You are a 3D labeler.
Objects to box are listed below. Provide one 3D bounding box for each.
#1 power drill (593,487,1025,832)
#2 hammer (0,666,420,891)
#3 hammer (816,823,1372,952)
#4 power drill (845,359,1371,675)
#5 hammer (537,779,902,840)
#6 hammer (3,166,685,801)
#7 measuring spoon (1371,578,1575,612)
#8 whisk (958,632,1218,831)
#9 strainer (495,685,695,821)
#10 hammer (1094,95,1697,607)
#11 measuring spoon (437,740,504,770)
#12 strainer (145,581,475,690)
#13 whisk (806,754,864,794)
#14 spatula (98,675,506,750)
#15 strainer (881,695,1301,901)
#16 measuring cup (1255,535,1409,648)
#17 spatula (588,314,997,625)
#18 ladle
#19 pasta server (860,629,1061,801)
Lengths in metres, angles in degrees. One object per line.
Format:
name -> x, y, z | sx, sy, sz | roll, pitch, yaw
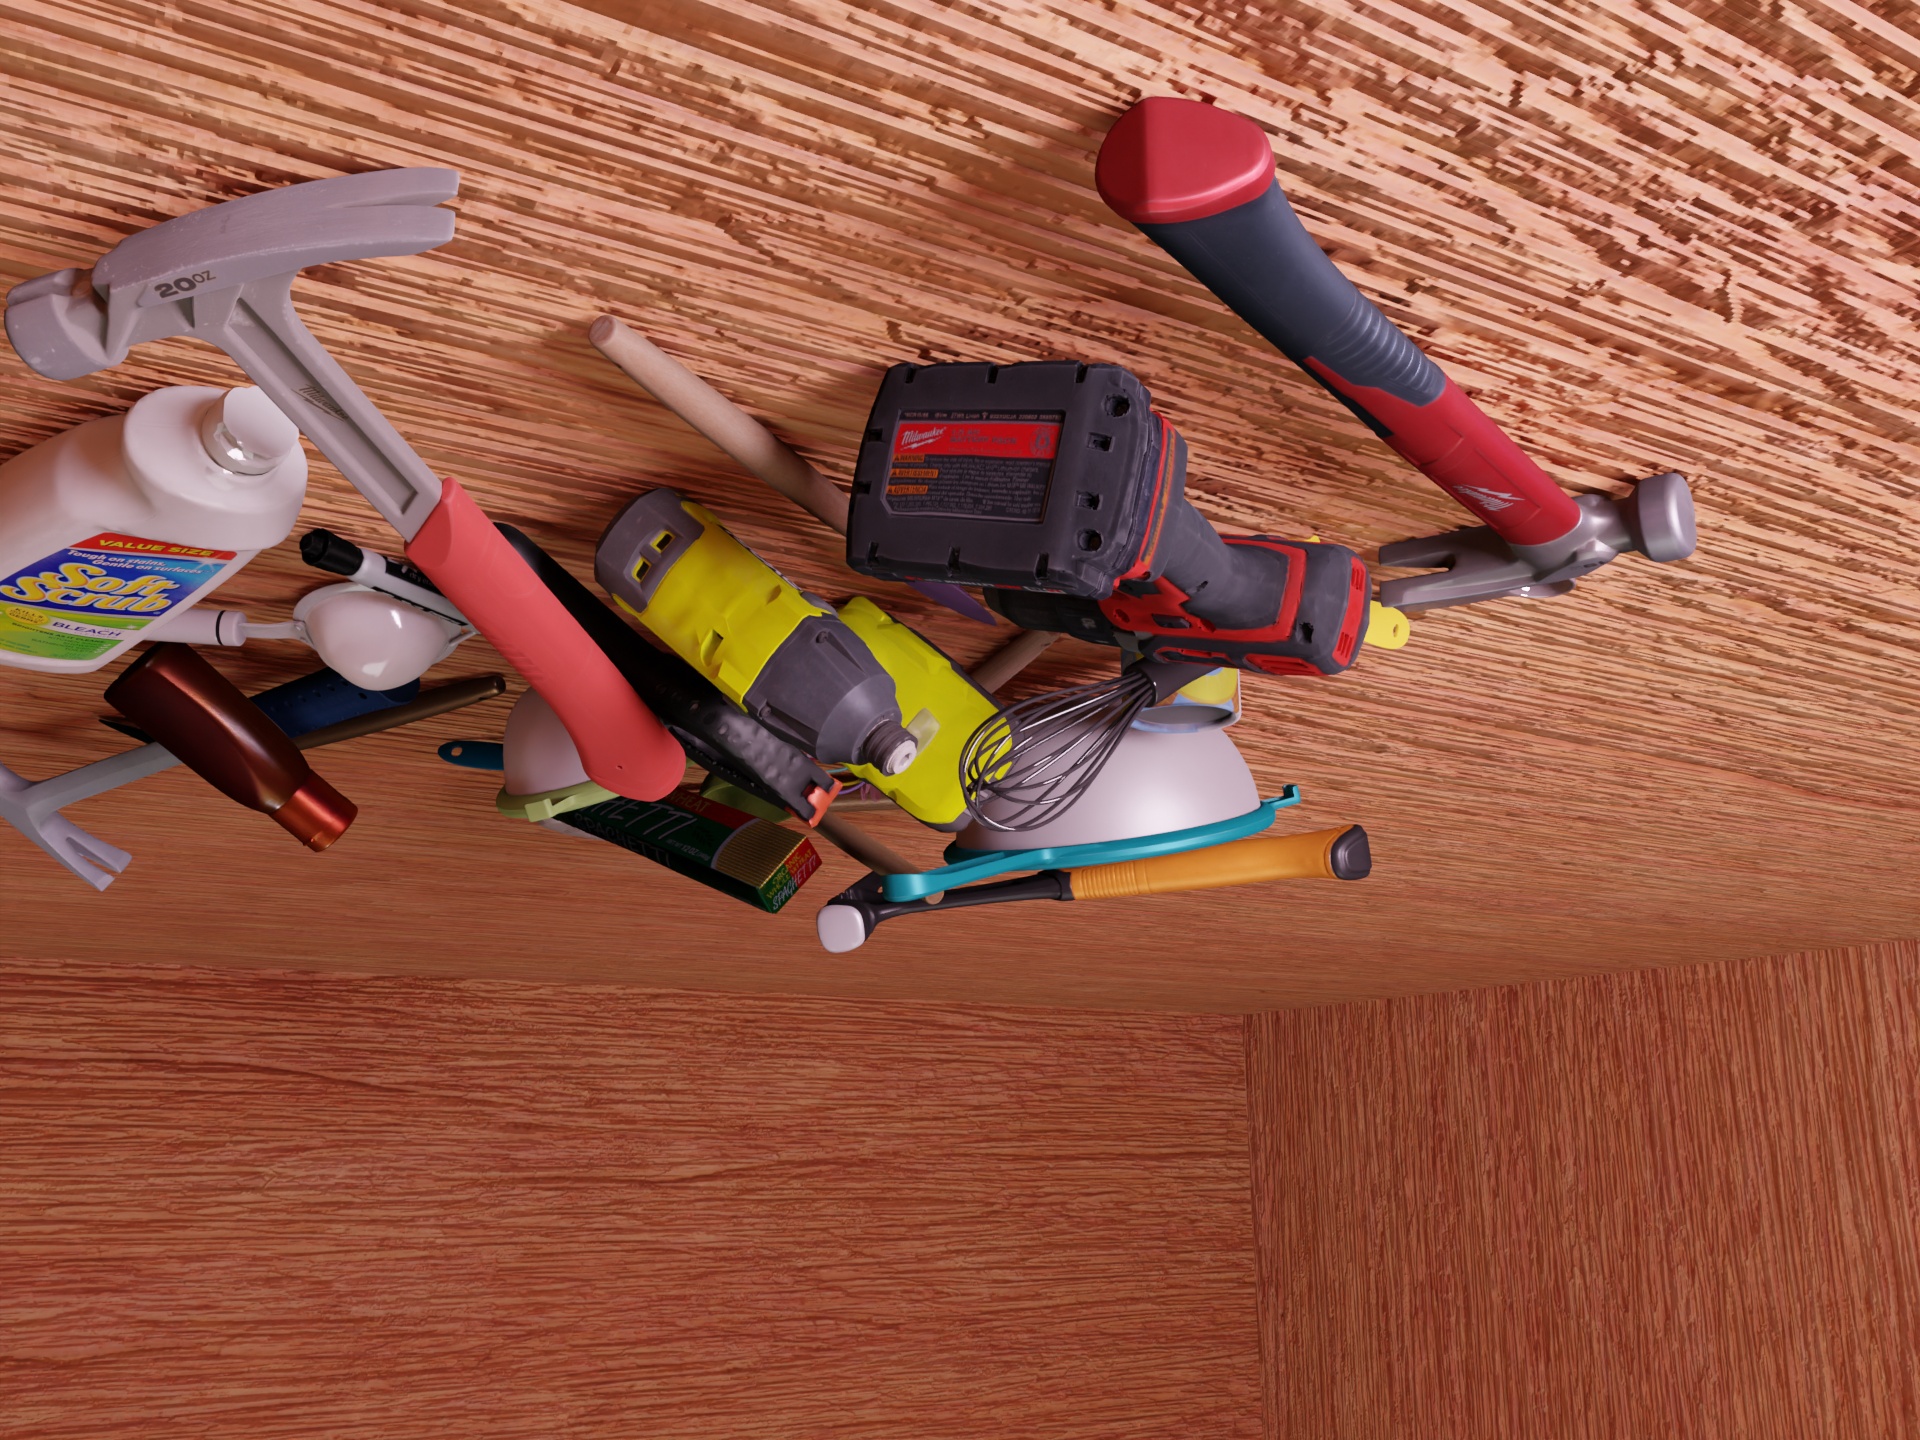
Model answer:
power drill -> -0.057, -0.016, 0.759 | 0.171, 0.080, 0.223 | 39, -177, 23
hammer -> -0.493, 0.021, 1.018 | 0.405, 0.035, 0.144 | -15, 124, 30
hammer -> 0.085, 0.099, 0.996 | 0.337, 0.034, 0.127 | -8, -174, 17
power drill -> 0.048, -0.072, 0.663 | 0.188, 0.080, 0.226 | 9, 174, 36
hammer -> -0.183, 0.068, 1.284 | 0.331, 0.031, 0.130 | -4, 164, 13
hammer -> -0.181, -0.061, 0.624 | 0.149, 0.037, 0.358 | -11, 150, 10
measuring spoon -> 0.256, -0.071, 0.820 | 0.034, 0.018, 0.124 | 20, 162, -41
whisk -> 0.089, -0.015, 0.761 | 0.239, 0.055, 0.055 | -31, -178, -31
strainer -> -0.233, -0.007, 0.968 | 0.151, 0.069, 0.256 | -25, -164, -27
hammer -> 0.153, -0.116, 0.597 | 0.143, 0.038, 0.386 | -10, 162, 36
measuring spoon -> -0.312, 0.024, 1.123 | 0.128, 0.042, 0.021 | 5, 154, 8
strainer -> -0.380, -0.046, 0.848 | 0.258, 0.050, 0.086 | 4, 149, -3
whisk -> -0.175, 0.015, 1.087 | 0.245, 0.051, 0.047 | 3, 143, 5
spatula -> -0.428, -0.001, 1.046 | 0.317, 0.044, 0.082 | -12, 160, 23
strainer -> 0.053, 0.037, 0.953 | 0.211, 0.095, 0.340 | -7, -179, 33
measuring cup -> 0.185, -0.055, 0.805 | 0.029, 0.062, 0.156 | 12, -178, 39
spatula -> -0.058, -0.095, 0.692 | 0.060, 0.018, 0.315 | 26, 177, 30
ladle -> -0.095, 0.081, 1.072 | 0.078, 0.062, 0.320 | 14, -175, -31
pasta server -> -0.002, -0.003, 1.013 | 0.060, 0.040, 0.316 | -10, 168, -23
